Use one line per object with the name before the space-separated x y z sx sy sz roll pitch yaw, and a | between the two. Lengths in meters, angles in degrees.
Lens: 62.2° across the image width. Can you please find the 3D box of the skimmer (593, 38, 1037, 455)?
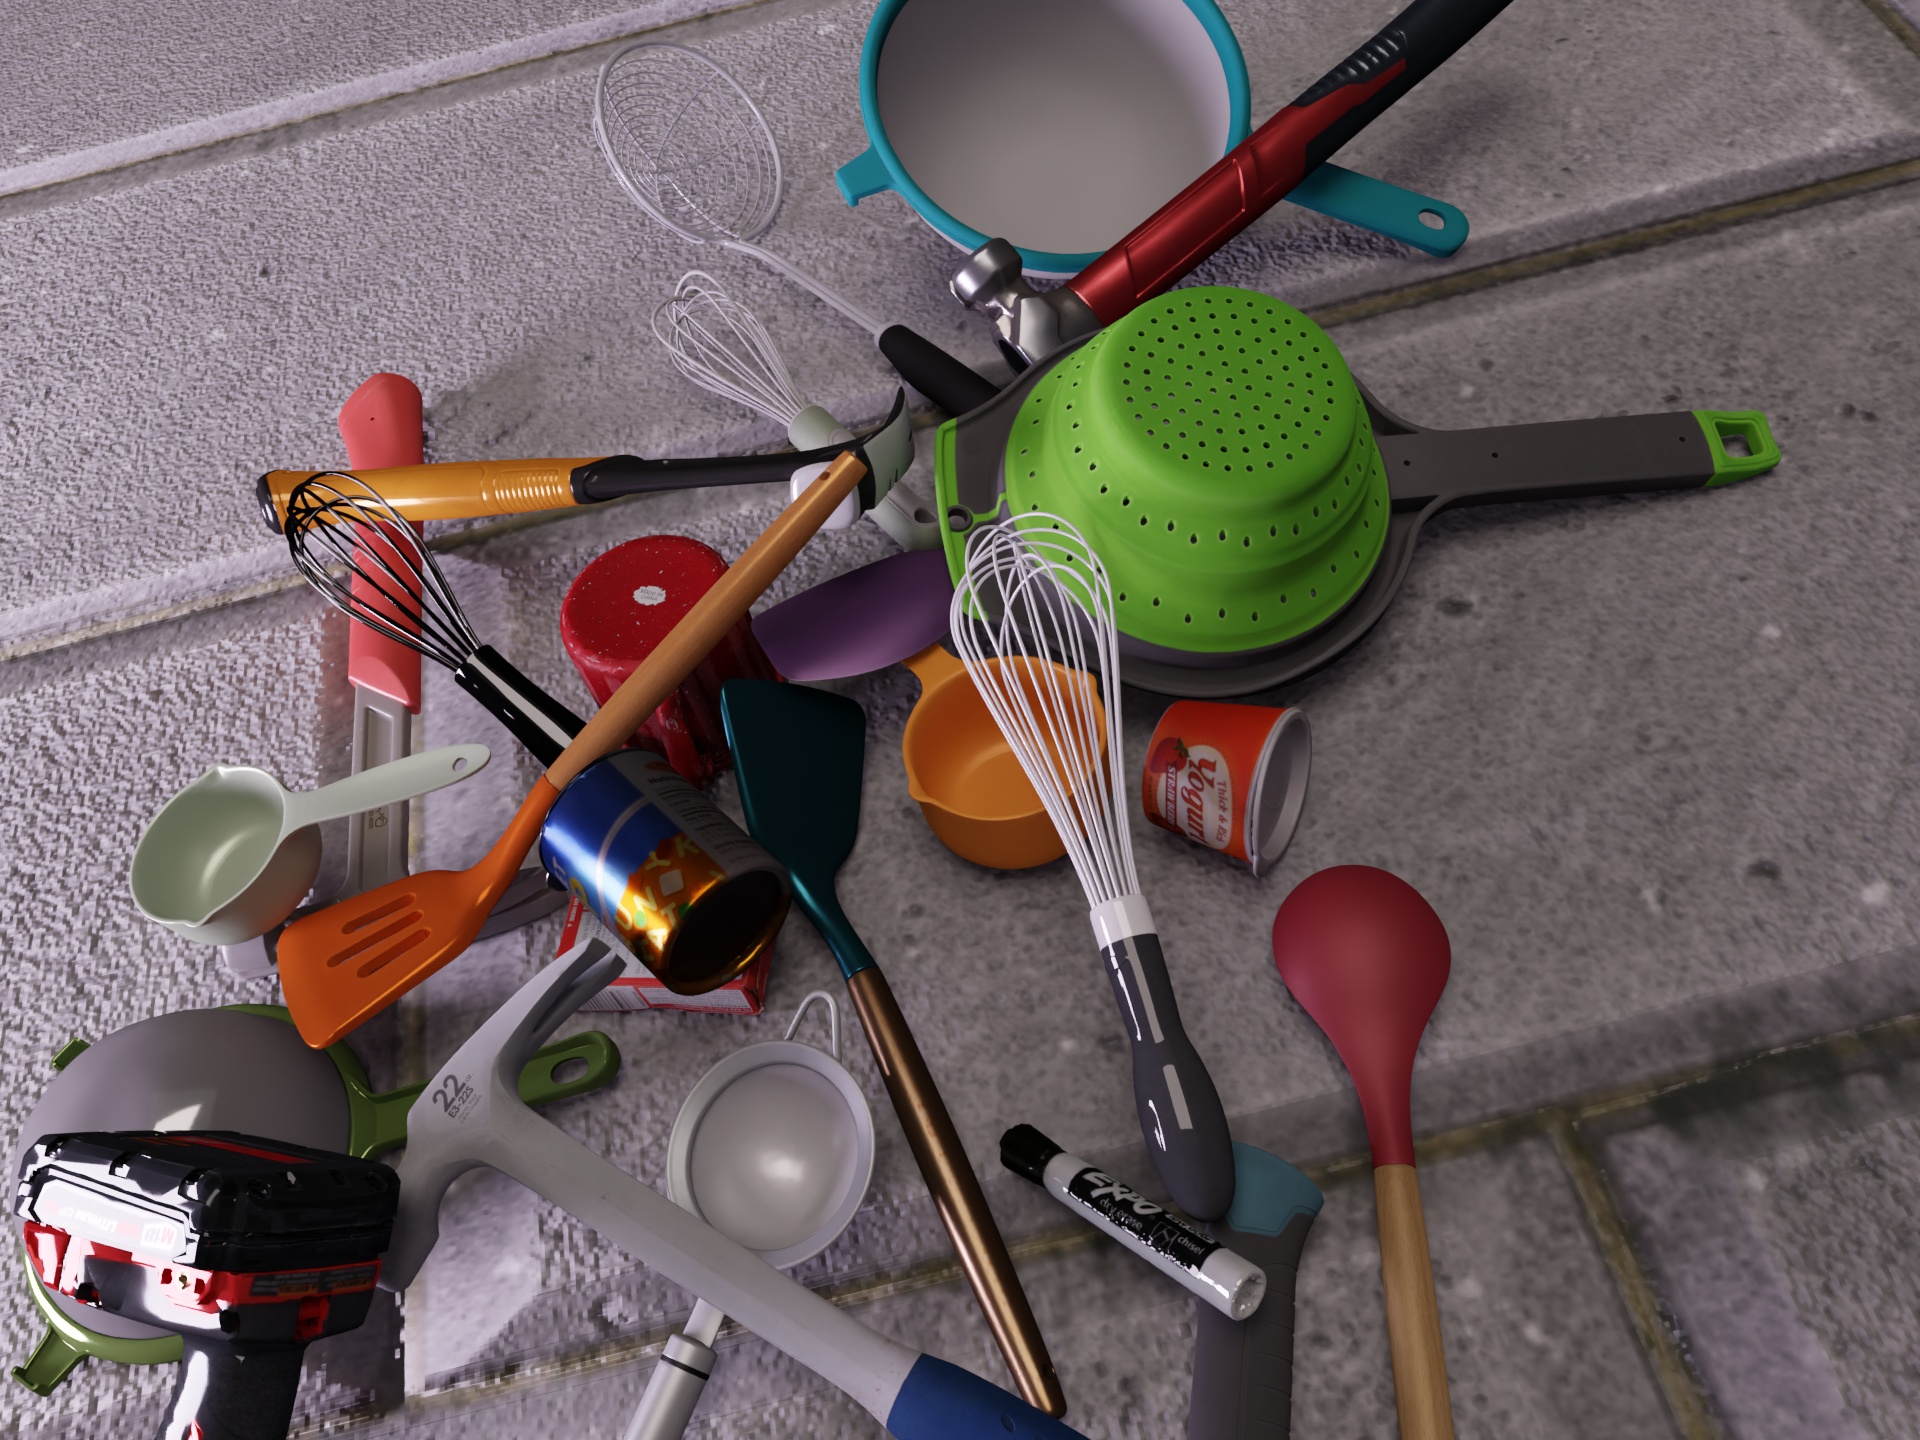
skimmer | -0.072 -0.267 0.884 0.127 0.090 0.364 -20 50 -43

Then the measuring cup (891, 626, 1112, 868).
measuring cup | -0.001 -0.002 0.713 0.095 0.052 0.174 -34 50 -14

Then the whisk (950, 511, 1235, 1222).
whisk | 0.052 0.047 0.607 0.070 0.070 0.285 -15 70 0

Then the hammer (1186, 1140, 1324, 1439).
hammer | 0.084 0.296 0.500 0.128 0.033 0.331 4 56 12

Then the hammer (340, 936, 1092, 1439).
hammer | -0.024 0.211 0.527 0.406 0.035 0.144 24 72 22

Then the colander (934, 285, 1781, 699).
colander | 0.189 -0.128 0.703 0.397 0.094 0.205 -6 65 -6

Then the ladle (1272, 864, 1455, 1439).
ladle | 0.157 0.187 0.568 0.069 0.031 0.316 -4 57 8

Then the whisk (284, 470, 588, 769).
whisk | -0.219 -0.027 0.727 0.239 0.055 0.055 41 69 3

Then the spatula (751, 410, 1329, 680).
spatula | 0.053 -0.091 0.744 0.316 0.018 0.060 -26 55 -17

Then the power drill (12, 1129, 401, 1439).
power drill | -0.271 0.254 0.531 0.143 0.078 0.220 0 78 29

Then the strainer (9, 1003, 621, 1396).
strainer | -0.268 0.158 0.636 0.256 0.069 0.152 -16 54 1

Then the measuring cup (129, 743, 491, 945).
measuring cup | -0.271 0.047 0.683 0.167 0.038 0.083 -18 54 6

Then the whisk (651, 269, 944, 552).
whisk | -0.086 -0.162 0.842 0.058 0.059 0.247 -20 54 -39

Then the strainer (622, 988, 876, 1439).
strainer | -0.095 0.223 0.579 0.087 0.050 0.258 13 64 25

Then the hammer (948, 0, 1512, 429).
hammer | 0.182 -0.286 0.825 0.386 0.038 0.143 -41 90 -12

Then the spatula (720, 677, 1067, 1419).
spatula | -0.024 0.118 0.633 0.044 0.082 0.318 -47 54 28

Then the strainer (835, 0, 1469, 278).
strainer | 0.108 -0.308 0.889 0.340 0.095 0.211 18 76 -3

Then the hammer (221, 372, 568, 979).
hammer | -0.280 -0.044 0.800 0.149 0.036 0.359 -13 55 1

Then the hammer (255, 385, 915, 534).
hammer | -0.190 -0.119 0.776 0.337 0.034 0.127 -1 25 16

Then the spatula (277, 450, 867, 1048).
spatula | -0.157 0.005 0.661 0.322 0.041 0.081 -47 44 2
